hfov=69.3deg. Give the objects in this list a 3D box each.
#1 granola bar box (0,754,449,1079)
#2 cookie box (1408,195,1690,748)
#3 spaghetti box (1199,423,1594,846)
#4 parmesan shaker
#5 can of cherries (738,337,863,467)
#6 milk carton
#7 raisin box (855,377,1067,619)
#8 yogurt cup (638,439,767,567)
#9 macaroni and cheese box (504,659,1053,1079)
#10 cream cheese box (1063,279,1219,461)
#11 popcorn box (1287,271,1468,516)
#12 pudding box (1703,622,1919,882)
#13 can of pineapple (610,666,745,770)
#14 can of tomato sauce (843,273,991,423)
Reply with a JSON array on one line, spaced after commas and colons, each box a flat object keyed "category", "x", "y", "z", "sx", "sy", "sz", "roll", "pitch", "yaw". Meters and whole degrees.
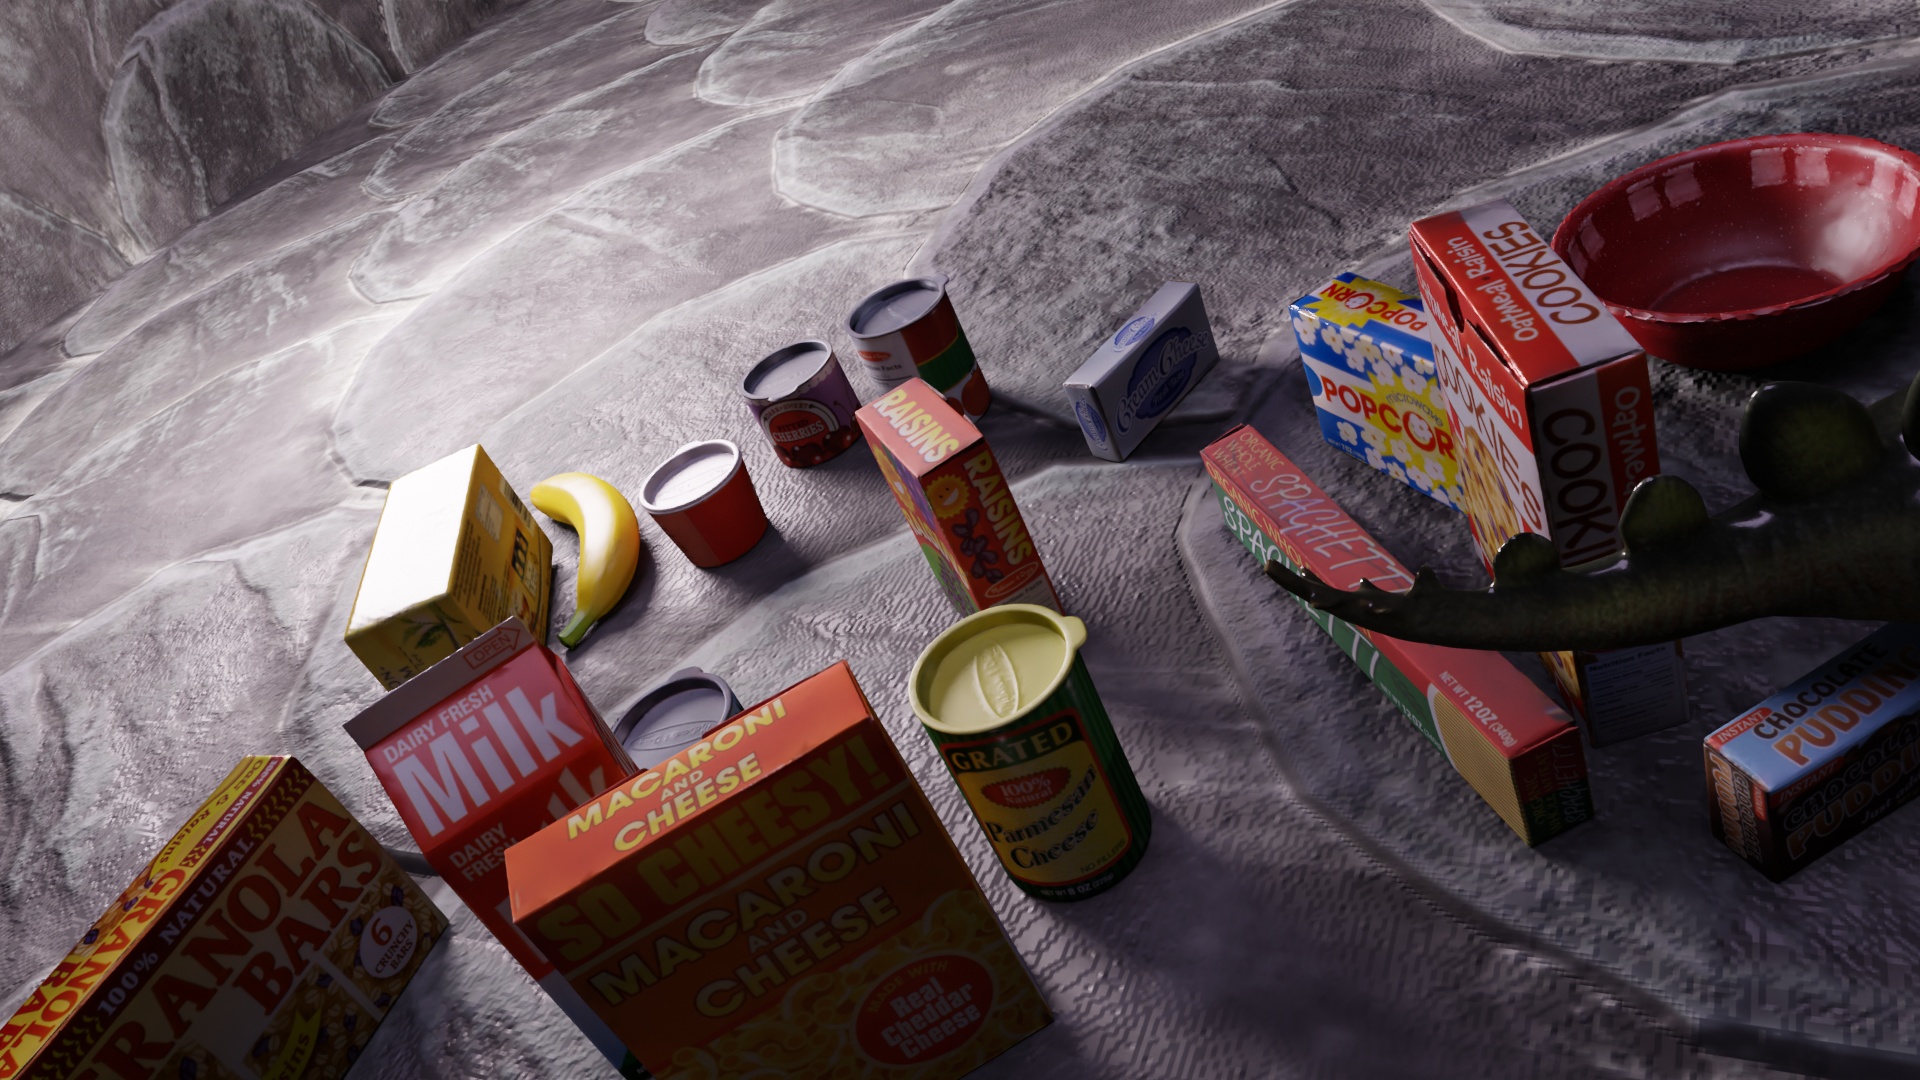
[{"category": "granola bar box", "x": -0.313, "y": 0.194, "z": 0.597, "sx": 0.039, "sy": 0.123, "sz": 0.166, "roll": -4, "pitch": 39, "yaw": 29}, {"category": "cookie box", "x": 0.215, "y": -0.026, "z": 0.513, "sx": 0.040, "sy": 0.166, "sz": 0.123, "roll": -19, "pitch": 34, "yaw": 11}, {"category": "spaghetti box", "x": 0.169, "y": 0.026, "z": 0.578, "sx": 0.029, "sy": 0.050, "sz": 0.251, "roll": -27, "pitch": 34, "yaw": -2}, {"category": "parmesan shaker", "x": 0.032, "y": 0.083, "z": 0.542, "sx": 0.071, "sy": 0.102, "sz": 0.072, "roll": -18, "pitch": 34, "yaw": 13}, {"category": "can of cherries", "x": -0.102, "y": -0.088, "z": 0.902, "sx": 0.071, "sy": 0.058, "sz": 0.072, "roll": -17, "pitch": 34, "yaw": 13}, {"category": "milk carton", "x": -0.152, "y": 0.116, "z": 0.539, "sx": 0.072, "sy": 0.189, "sz": 0.073, "roll": -34, "pitch": 34, "yaw": -12}, {"category": "raisin box", "x": 0.002, "y": -0.008, "z": 0.667, "sx": 0.040, "sy": 0.123, "sz": 0.086, "roll": -31, "pitch": 34, "yaw": -8}, {"category": "yogurt cup", "x": -0.154, "y": -0.020, "z": 0.848, "sx": 0.072, "sy": 0.053, "sz": 0.073, "roll": -17, "pitch": 34, "yaw": 13}, {"category": "macaroni and cheese box", "x": -0.055, "y": 0.135, "z": 0.471, "sx": 0.124, "sy": 0.165, "sz": 0.040, "roll": -30, "pitch": 34, "yaw": -5}, {"category": "cream cheese box", "x": 0.104, "y": -0.096, "z": 0.783, "sx": 0.024, "sy": 0.053, "sz": 0.104, "roll": 15, "pitch": 51, "yaw": 45}, {"category": "popcorn box", "x": 0.213, "y": -0.066, "z": 0.643, "sx": 0.038, "sy": 0.085, "sz": 0.127, "roll": -33, "pitch": 34, "yaw": -10}, {"category": "pudding box", "x": 0.284, "y": 0.066, "z": 0.448, "sx": 0.084, "sy": 0.049, "sz": 0.030, "roll": -29, "pitch": 34, "yaw": -5}, {"category": "can of pineapple", "x": -0.124, "y": 0.104, "z": 0.656, "sx": 0.071, "sy": 0.057, "sz": 0.071, "roll": -17, "pitch": 34, "yaw": 13}, {"category": "can of tomato sauce", "x": -0.024, "y": -0.112, "z": 0.862, "sx": 0.071, "sy": 0.082, "sz": 0.071, "roll": -17, "pitch": 34, "yaw": 13}]
